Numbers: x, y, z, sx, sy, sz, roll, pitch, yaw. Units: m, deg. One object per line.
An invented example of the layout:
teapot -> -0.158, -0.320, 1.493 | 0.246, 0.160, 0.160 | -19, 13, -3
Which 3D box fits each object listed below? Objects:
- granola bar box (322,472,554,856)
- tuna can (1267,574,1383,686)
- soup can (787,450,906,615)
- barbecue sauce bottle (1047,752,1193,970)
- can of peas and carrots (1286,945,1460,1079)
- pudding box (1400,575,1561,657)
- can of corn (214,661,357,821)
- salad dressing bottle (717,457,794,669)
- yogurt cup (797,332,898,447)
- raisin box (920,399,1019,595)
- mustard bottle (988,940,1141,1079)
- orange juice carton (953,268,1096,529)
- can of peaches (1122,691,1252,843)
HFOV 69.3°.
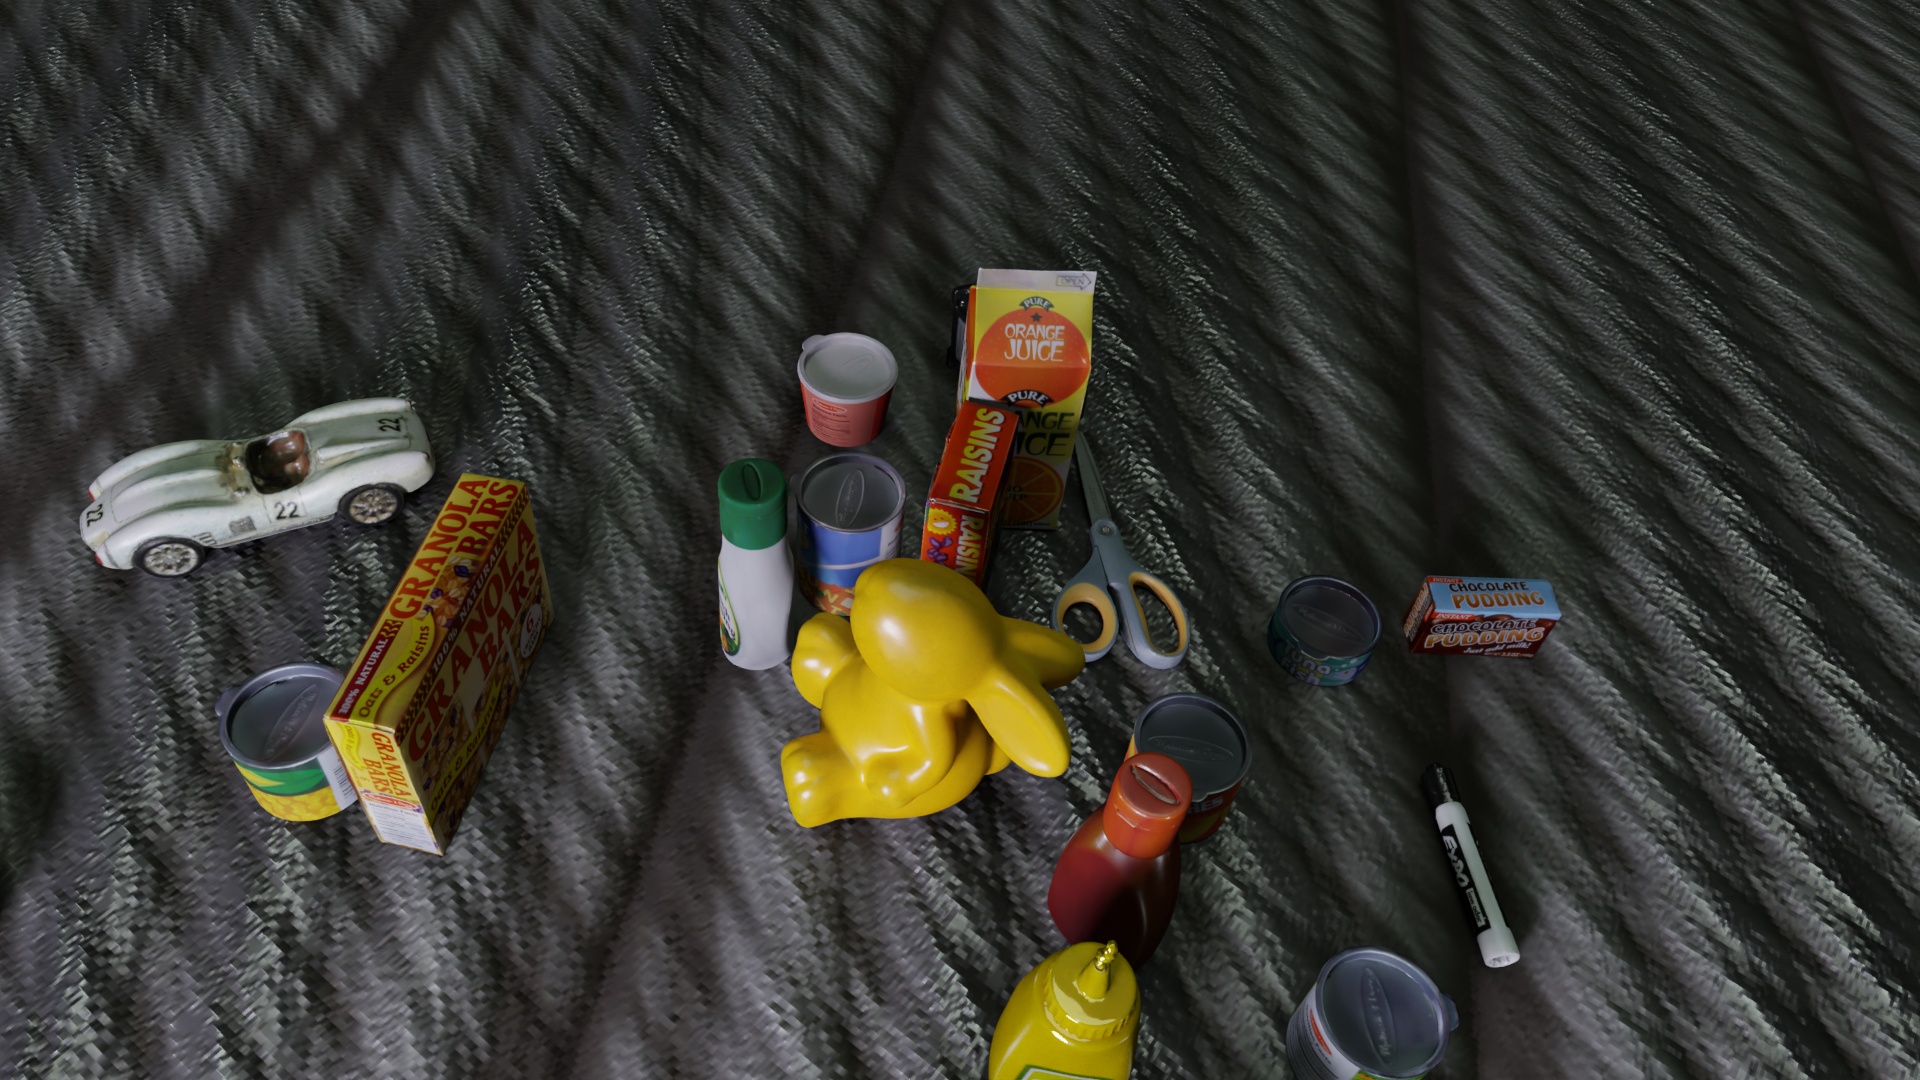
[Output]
granola bar box -> -0.274, 0.065, 0.747 | 0.039, 0.123, 0.166 | 11, 49, 2
tuna can -> 0.228, 0.058, 0.875 | 0.071, 0.032, 0.071 | 4, 49, -4
soup can -> -0.071, -0.004, 0.858 | 0.071, 0.083, 0.072 | 4, 49, -4
barbecue sauce bottle -> 0.082, 0.160, 0.693 | 0.065, 0.147, 0.044 | 39, 56, 24
can of peas and carrots -> 0.204, 0.245, 0.694 | 0.071, 0.058, 0.071 | 4, 49, -4
pudding box -> 0.331, 0.048, 0.885 | 0.084, 0.049, 0.030 | 3, 49, -5
can of corn -> -0.355, 0.107, 0.744 | 0.071, 0.058, 0.071 | 4, 49, -4
salad dressing bottle -> -0.117, 0.015, 0.794 | 0.044, 0.146, 0.064 | -8, 51, -13
yogurt cup -> -0.079, -0.102, 0.961 | 0.072, 0.053, 0.073 | 4, 49, -4
raisin box -> 0.003, -0.011, 0.847 | 0.040, 0.122, 0.086 | 14, 49, 5
mustard bottle -> 0.051, 0.221, 0.629 | 0.065, 0.159, 0.049 | 9, 49, 0
orange juice carton -> 0.037, -0.095, 0.878 | 0.072, 0.191, 0.073 | 2, 49, -5
can of peaches -> 0.125, 0.131, 0.783 | 0.071, 0.057, 0.071 | 4, 49, -4
